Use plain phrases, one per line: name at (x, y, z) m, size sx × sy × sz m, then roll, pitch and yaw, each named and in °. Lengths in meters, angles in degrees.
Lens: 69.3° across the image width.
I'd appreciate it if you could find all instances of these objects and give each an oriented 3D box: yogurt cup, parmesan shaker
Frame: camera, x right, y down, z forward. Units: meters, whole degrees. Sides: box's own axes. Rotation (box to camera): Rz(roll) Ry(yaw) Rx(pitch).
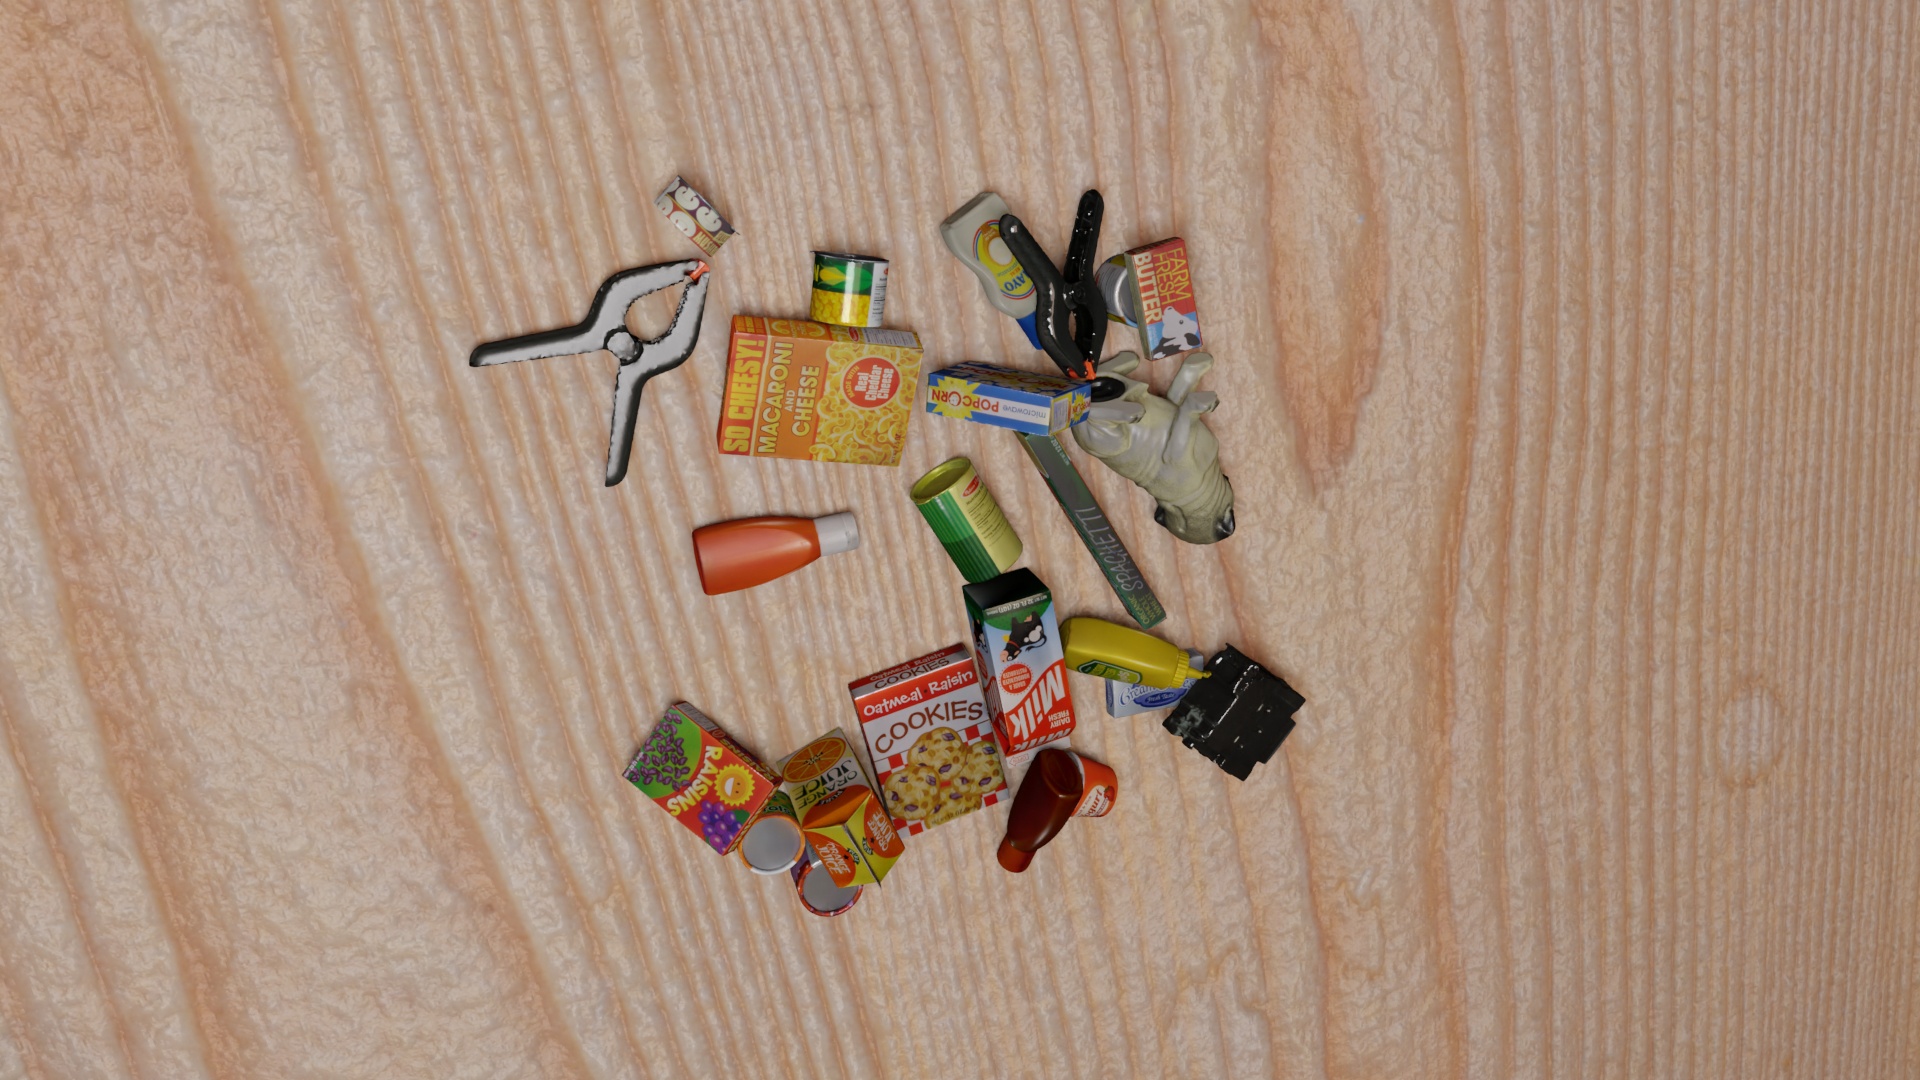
yogurt cup at (0.125, 0.255, 1.433) m, size 0.054 × 0.072 × 0.072 m, roll 16°, pitch 101°, yaw -28°
parmesan shaker at (0.005, -0.016, 1.314) m, size 0.071 × 0.071 × 0.102 m, roll -34°, pitch 113°, yaw -5°

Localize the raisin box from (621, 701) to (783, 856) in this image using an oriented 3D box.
raisin box at (-0.240, 0.222, 1.297) m, size 0.123 × 0.040 × 0.086 m, roll 36°, pitch 92°, yaw 8°

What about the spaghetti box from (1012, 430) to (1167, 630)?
spaghetti box at (0.128, -0.016, 1.362) m, size 0.029 × 0.050 × 0.249 m, roll -35°, pitch 112°, yaw -2°

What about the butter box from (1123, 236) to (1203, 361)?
butter box at (0.185, -0.220, 1.269) m, size 0.053 × 0.024 × 0.103 m, roll -18°, pitch 109°, yaw -11°

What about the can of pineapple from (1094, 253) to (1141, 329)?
can of pineapple at (0.166, -0.234, 1.305) m, size 0.071 × 0.058 × 0.070 m, roll -5°, pitch 107°, yaw -16°

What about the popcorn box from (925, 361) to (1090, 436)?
popcorn box at (0.044, -0.129, 1.252) m, size 0.127 × 0.085 × 0.038 m, roll 14°, pitch 111°, yaw 25°

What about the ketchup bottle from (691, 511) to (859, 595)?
ketchup bottle at (-0.169, 0.006, 1.282) m, size 0.149 × 0.043 × 0.064 m, roll -12°, pitch 110°, yaw -13°

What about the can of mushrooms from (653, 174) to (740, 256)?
can of mushrooms at (-0.222, -0.272, 1.172) m, size 0.033 × 0.071 × 0.071 m, roll -46°, pitch 113°, yaw 1°

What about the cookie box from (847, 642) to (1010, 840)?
cookie box at (-0.031, 0.200, 1.383) m, size 0.123 × 0.040 × 0.166 m, roll -19°, pitch 111°, yaw -11°

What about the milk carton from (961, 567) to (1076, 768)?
milk carton at (0.061, 0.132, 1.372) m, size 0.072 × 0.073 × 0.189 m, roll -17°, pitch 110°, yaw -11°

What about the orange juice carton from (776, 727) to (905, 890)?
orange juice carton at (-0.110, 0.254, 1.291) m, size 0.073 × 0.193 × 0.071 m, roll -29°, pitch 111°, yaw -8°

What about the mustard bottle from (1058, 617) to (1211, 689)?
mustard bottle at (0.176, 0.118, 1.392) m, size 0.160 × 0.065 × 0.049 m, roll 14°, pitch 67°, yaw -6°

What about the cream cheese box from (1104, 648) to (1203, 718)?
cream cheese box at (0.202, 0.148, 1.446) m, size 0.104 × 0.024 × 0.053 m, roll -10°, pitch 107°, yaw -14°

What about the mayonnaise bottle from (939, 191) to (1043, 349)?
mayonnaise bottle at (0.045, -0.244, 1.275) m, size 0.065 × 0.041 × 0.147 m, roll -40°, pitch 113°, yaw -8°

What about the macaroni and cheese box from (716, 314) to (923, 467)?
macaroni and cheese box at (-0.127, -0.132, 1.240) m, size 0.167 × 0.040 × 0.123 m, roll 3°, pitch 123°, yaw -17°

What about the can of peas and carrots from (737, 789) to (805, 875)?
can of peas and carrots at (-0.188, 0.280, 1.348) m, size 0.071 × 0.059 × 0.070 m, roll -5°, pitch 107°, yaw -16°

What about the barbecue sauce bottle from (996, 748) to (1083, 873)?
barbecue sauce bottle at (0.076, 0.279, 1.406) m, size 0.044 × 0.065 × 0.147 m, roll 0°, pitch 133°, yaw -27°

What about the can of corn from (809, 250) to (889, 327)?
can of corn at (-0.101, -0.222, 1.225) m, size 0.071 × 0.071 × 0.058 m, roll 2°, pitch 105°, yaw -17°

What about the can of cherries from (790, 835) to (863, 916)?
can of cherries at (-0.133, 0.333, 1.380) m, size 0.071 × 0.058 × 0.071 m, roll -5°, pitch 107°, yaw -15°
